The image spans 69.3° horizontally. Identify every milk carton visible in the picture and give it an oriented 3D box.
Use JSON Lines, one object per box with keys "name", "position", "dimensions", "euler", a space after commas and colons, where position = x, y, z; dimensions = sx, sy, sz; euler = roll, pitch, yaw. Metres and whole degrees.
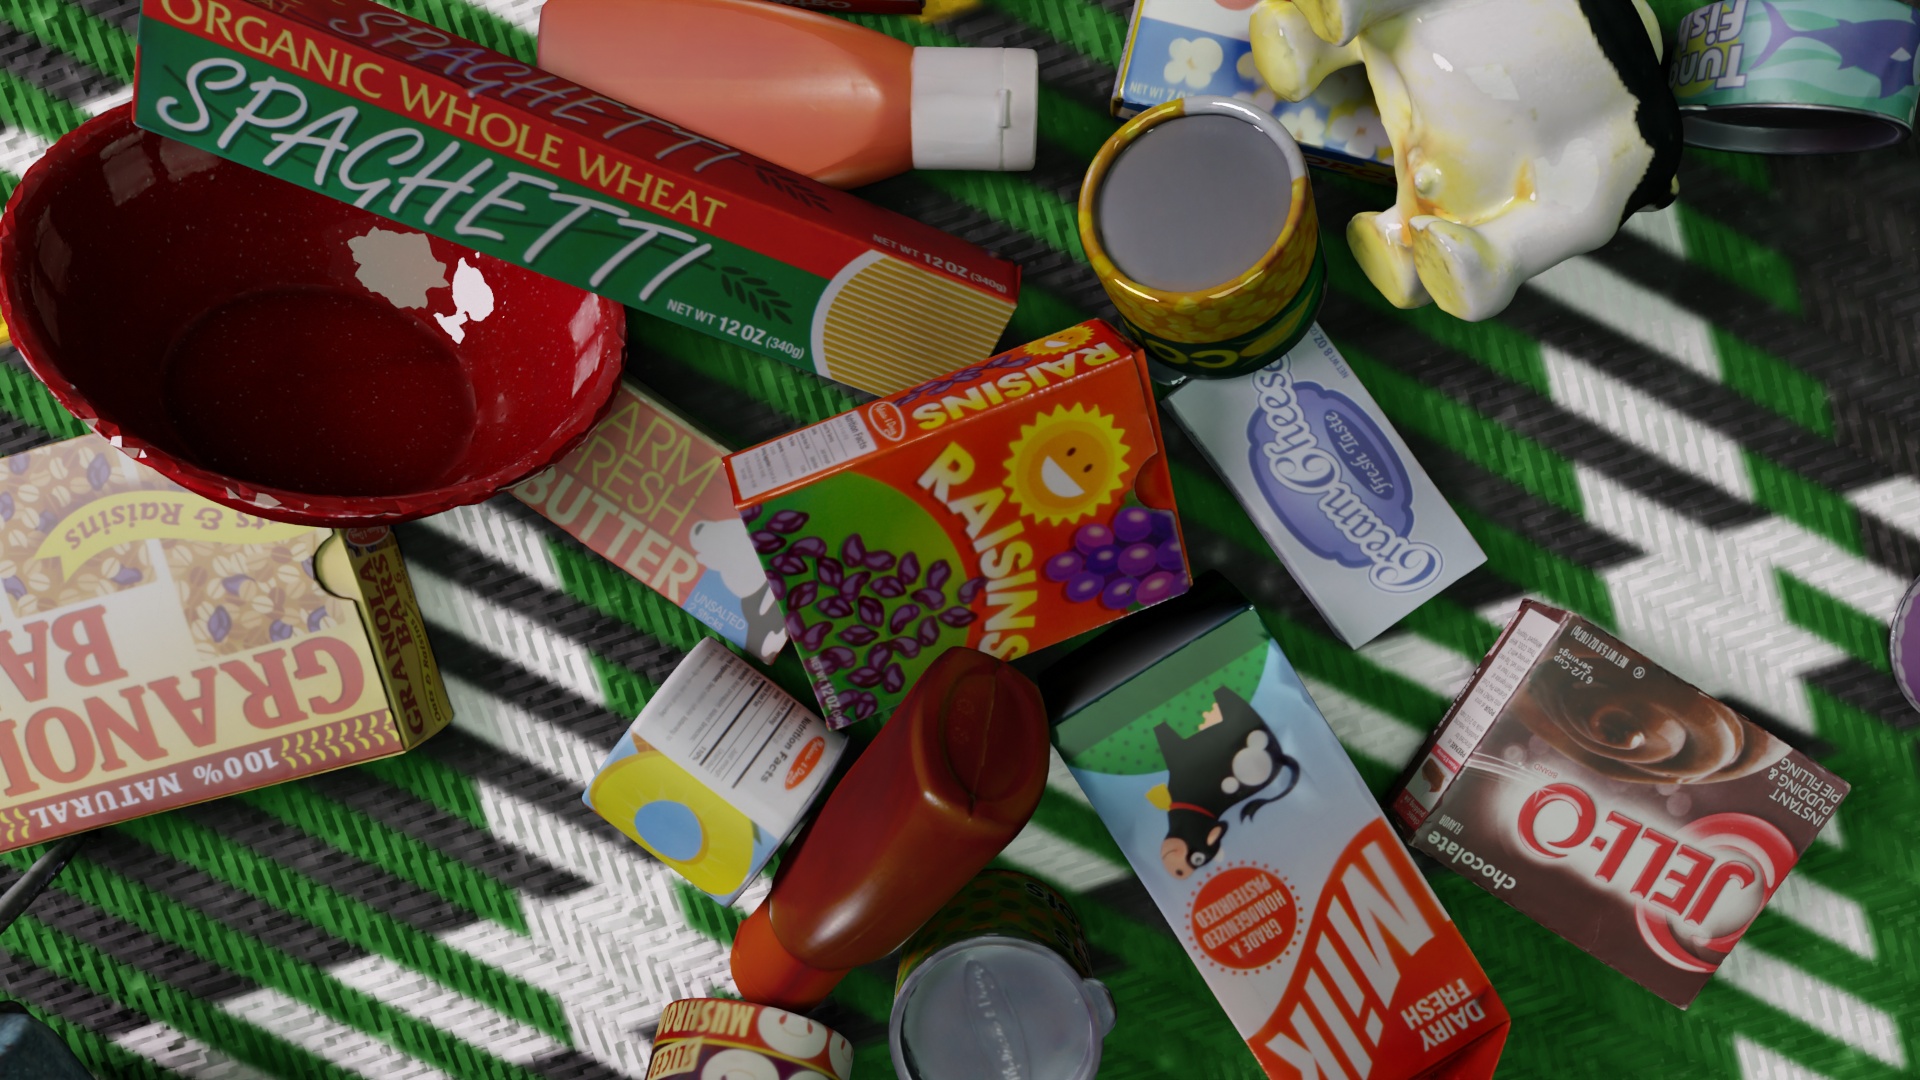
{"name": "milk carton", "position": [0.105, 0.111, 0.440], "dimensions": [0.073, 0.072, 0.190], "euler": [-32, 96, 5]}

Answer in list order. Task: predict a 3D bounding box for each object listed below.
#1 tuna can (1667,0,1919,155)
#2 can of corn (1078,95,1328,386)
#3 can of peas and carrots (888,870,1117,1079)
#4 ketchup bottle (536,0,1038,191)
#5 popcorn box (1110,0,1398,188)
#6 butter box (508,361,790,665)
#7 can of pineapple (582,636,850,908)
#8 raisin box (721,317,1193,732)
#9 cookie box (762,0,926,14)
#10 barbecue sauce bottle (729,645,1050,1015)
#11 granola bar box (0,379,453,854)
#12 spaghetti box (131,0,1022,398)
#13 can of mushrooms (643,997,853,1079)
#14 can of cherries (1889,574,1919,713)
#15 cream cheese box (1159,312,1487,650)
{"name": "tuna can", "position": [0.242, -0.136, 0.409], "dimensions": [0.071, 0.071, 0.032], "euler": [7, 97, 0]}
{"name": "can of corn", "position": [0.071, -0.086, 0.411], "dimensions": [0.071, 0.058, 0.071], "euler": [-5, 74, 18]}
{"name": "can of peas and carrots", "position": [0.014, 0.148, 0.453], "dimensions": [0.071, 0.059, 0.071], "euler": [0, 97, 1]}
{"name": "ketchup bottle", "position": [-0.051, -0.134, 0.427], "dimensions": [0.149, 0.044, 0.064], "euler": [2, 106, 1]}
{"name": "popcorn box", "position": [0.117, -0.158, 0.423], "dimensions": [0.127, 0.038, 0.085], "euler": [14, 97, -1]}
{"name": "butter box", "position": [-0.089, -0.010, 0.453], "dimensions": [0.103, 0.024, 0.053], "euler": [34, 96, -3]}
{"name": "can of pineapple", "position": [-0.078, 0.074, 0.443], "dimensions": [0.058, 0.071, 0.071], "euler": [37, 97, -3]}
{"name": "raisin box", "position": [0.002, -0.005, 0.421], "dimensions": [0.123, 0.040, 0.085], "euler": [-21, 119, -6]}
{"name": "cookie box", "position": [-0.067, -0.250, 0.416], "dimensions": [0.123, 0.040, 0.167], "euler": [4, 96, 1]}
{"name": "barbecue sauce bottle", "position": [-0.027, 0.098, 0.424], "dimensions": [0.043, 0.065, 0.147], "euler": [27, 129, -12]}
{"name": "granola bar box", "position": [-0.269, 0.027, 0.454], "dimensions": [0.165, 0.039, 0.124], "euler": [-15, 97, 3]}
{"name": "spaghetti box", "position": [-0.105, -0.100, 0.404], "dimensions": [0.250, 0.029, 0.050], "euler": [19, 127, -14]}
{"name": "can of mushrooms", "position": [-0.071, 0.175, 0.452], "dimensions": [0.071, 0.070, 0.033], "euler": [12, 56, 0]}
{"name": "can of cherries", "position": [0.340, 0.034, 0.432], "dimensions": [0.071, 0.058, 0.071], "euler": [0, 98, 1]}
{"name": "cream cheese box", "position": [0.116, -0.021, 0.448], "dimensions": [0.053, 0.024, 0.103], "euler": [-37, 95, 7]}
